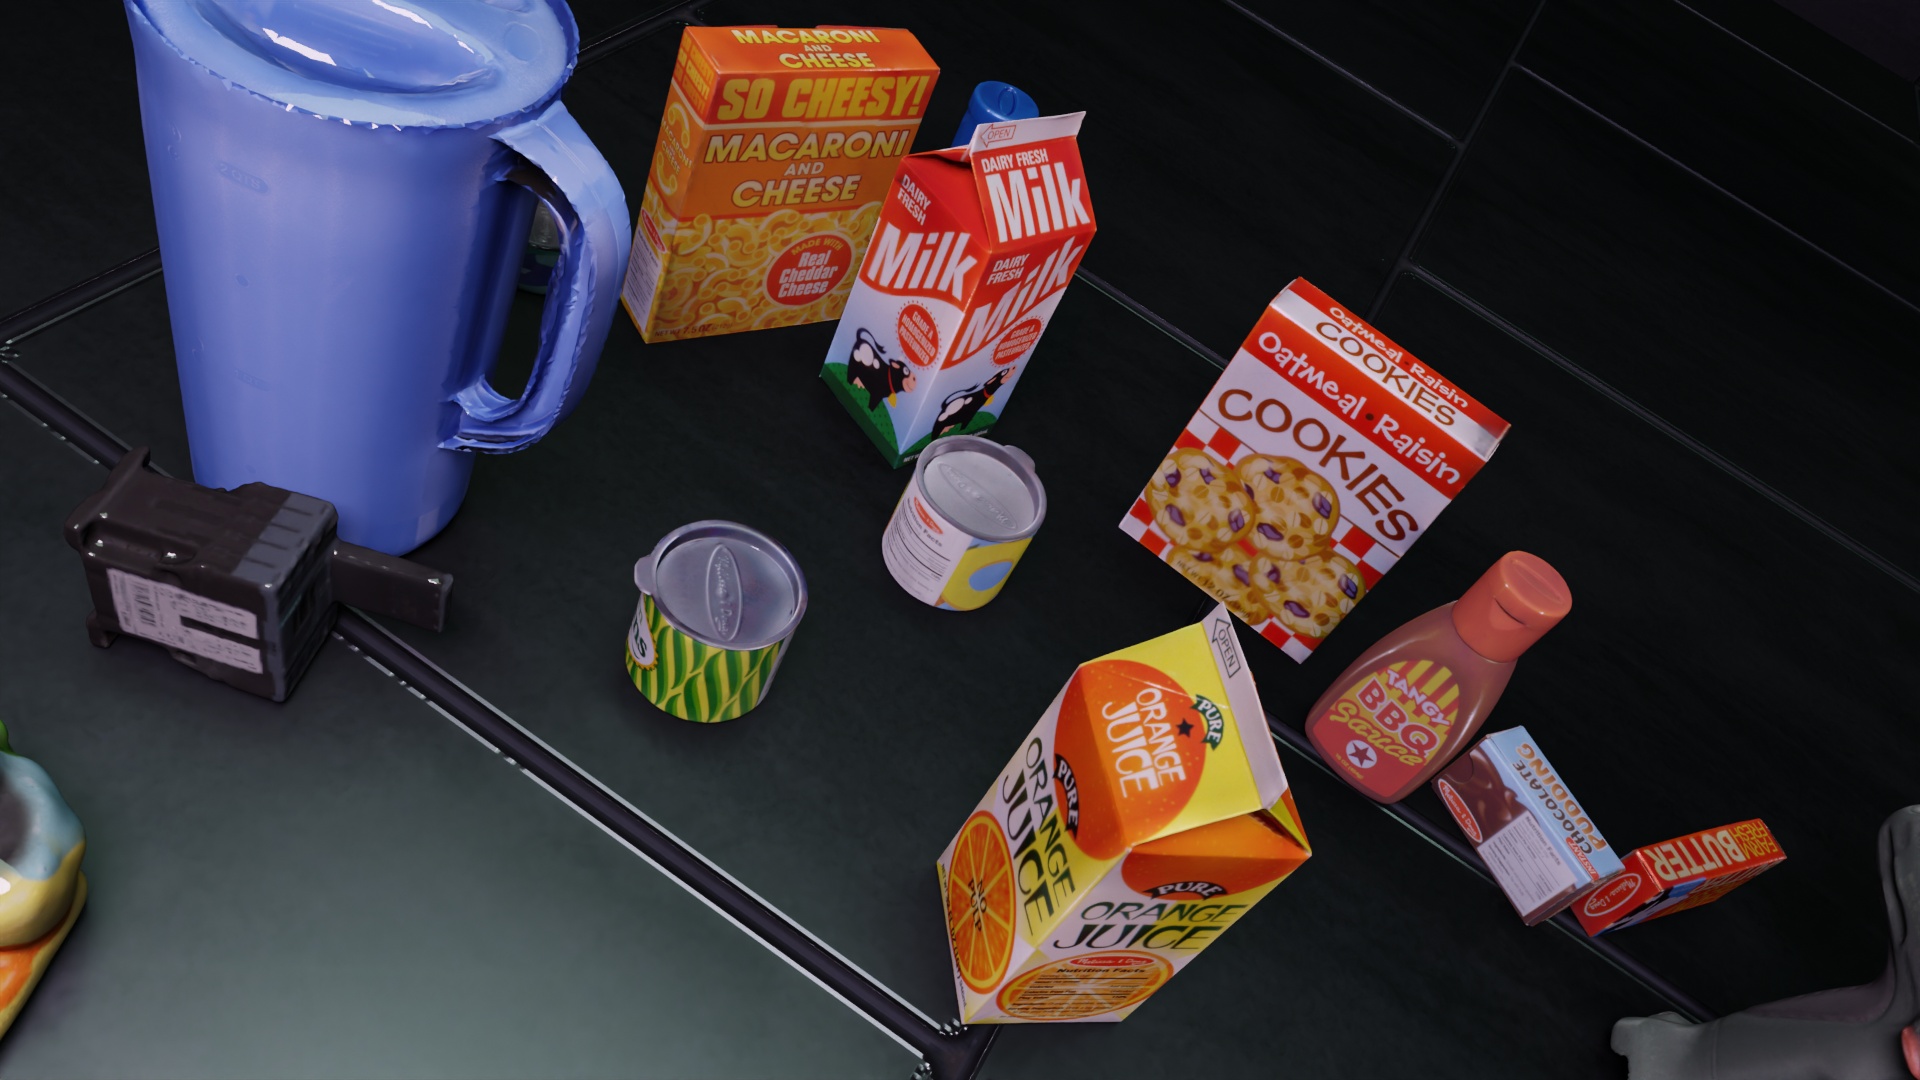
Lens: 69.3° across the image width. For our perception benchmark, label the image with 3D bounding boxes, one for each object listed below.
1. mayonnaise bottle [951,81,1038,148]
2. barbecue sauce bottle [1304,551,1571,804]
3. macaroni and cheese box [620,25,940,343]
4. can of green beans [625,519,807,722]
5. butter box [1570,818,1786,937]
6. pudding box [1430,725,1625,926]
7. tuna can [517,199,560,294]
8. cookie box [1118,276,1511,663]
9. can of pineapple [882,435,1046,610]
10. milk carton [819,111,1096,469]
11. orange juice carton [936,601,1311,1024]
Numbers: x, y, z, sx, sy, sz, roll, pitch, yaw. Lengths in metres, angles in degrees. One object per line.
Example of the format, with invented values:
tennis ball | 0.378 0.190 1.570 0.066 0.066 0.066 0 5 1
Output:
mayonnaise bottle | -0.001 -0.180 0.762 0.041 0.147 0.065 19 45 -10
barbecue sauce bottle | 0.226 0.063 0.657 0.065 0.147 0.044 44 46 14
macaroni and cheese box | -0.095 -0.178 0.702 0.124 0.165 0.040 -14 59 -35
can of green beans | -0.104 0.034 0.585 0.071 0.057 0.071 14 47 -15
butter box | 0.359 0.168 0.696 0.104 0.052 0.024 -4 53 -29
pudding box | 0.278 0.139 0.684 0.030 0.049 0.084 -9 56 -32
tuna can | -0.215 -0.161 0.722 0.071 0.032 0.071 14 47 -15
cookie box | 0.172 -0.032 0.701 0.123 0.166 0.040 38 45 9
can of pineapple | 0.002 -0.008 0.675 0.071 0.057 0.071 14 47 -15
milk carton | 0.001 -0.131 0.689 0.072 0.189 0.073 -22 63 -38
orange juice carton | 0.060 0.106 0.506 0.073 0.191 0.072 6 49 -21
